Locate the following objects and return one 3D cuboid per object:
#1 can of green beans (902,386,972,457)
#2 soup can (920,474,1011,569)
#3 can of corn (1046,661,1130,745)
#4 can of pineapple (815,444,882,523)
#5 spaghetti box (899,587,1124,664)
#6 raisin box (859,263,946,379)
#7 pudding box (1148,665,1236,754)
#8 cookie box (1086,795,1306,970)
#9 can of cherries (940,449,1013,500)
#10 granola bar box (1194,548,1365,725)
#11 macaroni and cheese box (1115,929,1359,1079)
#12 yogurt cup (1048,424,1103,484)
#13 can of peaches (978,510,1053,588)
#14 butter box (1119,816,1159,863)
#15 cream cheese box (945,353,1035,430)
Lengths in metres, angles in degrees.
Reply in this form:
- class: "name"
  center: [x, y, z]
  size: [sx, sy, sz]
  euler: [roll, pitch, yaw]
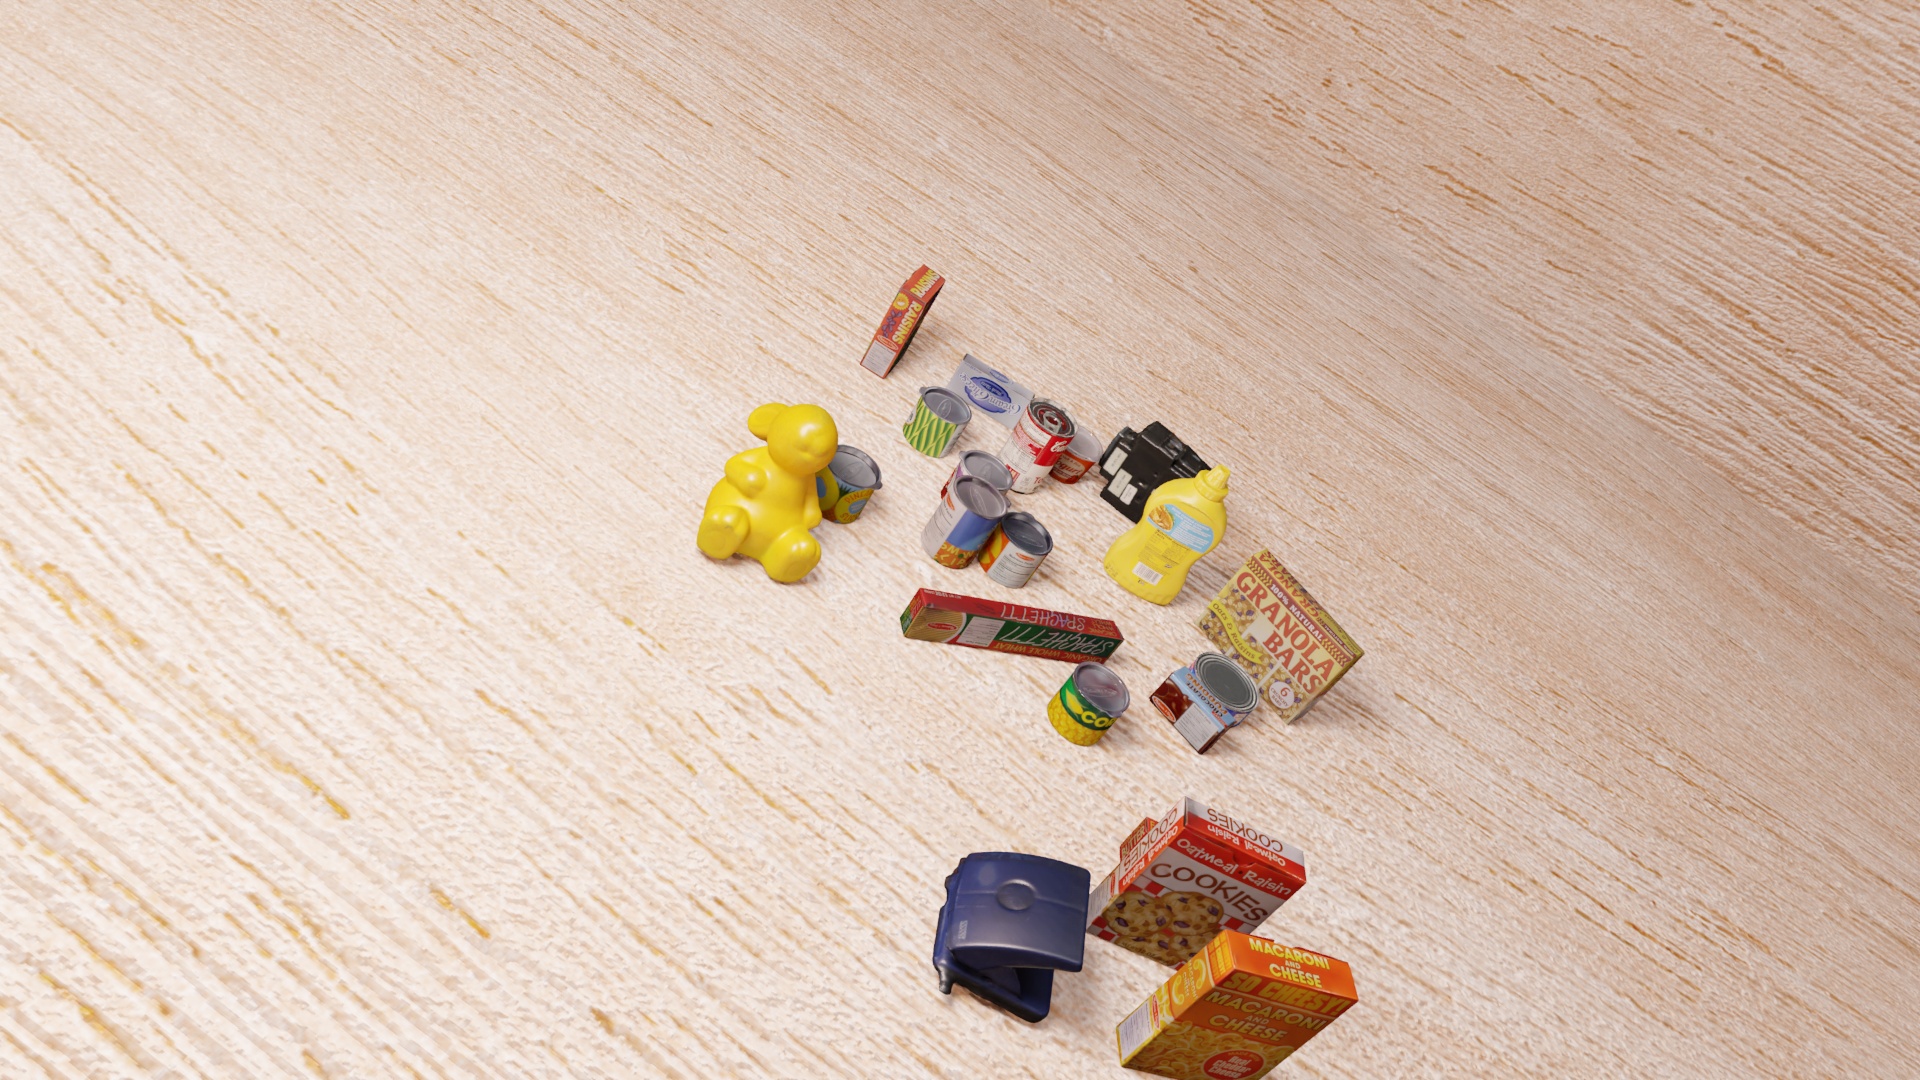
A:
- class: "can of green beans"
  center: [-0.028, -0.141, 1.658]
  size: [0.071, 0.057, 0.071]
  euler: [22, 37, -17]
- class: "soup can"
  center: [0.005, -0.019, 1.518]
  size: [0.071, 0.083, 0.072]
  euler: [22, 37, -17]
- class: "can of corn"
  center: [0.131, 0.169, 1.416]
  size: [0.071, 0.058, 0.071]
  euler: [22, 37, -17]
- class: "can of pineapple"
  center: [-0.125, -0.059, 1.484]
  size: [0.071, 0.057, 0.071]
  euler: [22, 37, -17]
- class: "spaghetti box"
  center: [0.057, 0.093, 1.455]
  size: [0.250, 0.050, 0.029]
  euler: [11, 41, -29]
- class: "raisin box"
  center: [-0.072, -0.272, 1.722]
  size: [0.040, 0.122, 0.086]
  euler: [33, 35, -1]
- class: "pudding box"
  center: [0.251, 0.183, 1.502]
  size: [0.084, 0.049, 0.030]
  euler: [47, 37, 19]
- class: "cookie box"
  center: [0.203, 0.307, 1.215]
  size: [0.123, 0.166, 0.040]
  euler: [26, 36, -11]
- class: "can of cherries"
  center: [0.016, -0.063, 1.600]
  size: [0.071, 0.058, 0.072]
  euler: [22, 37, -17]
- class: "granola bar box"
  center: [0.368, 0.112, 1.615]
  size: [0.039, 0.123, 0.166]
  euler: [-15, 57, -47]
- class: "macaroni and cheese box"
  center: [0.223, 0.387, 1.137]
  size: [0.124, 0.165, 0.040]
  euler: [20, 37, -19]
- class: "yogurt cup"
  center: [0.138, -0.108, 1.754]
  size: [0.072, 0.053, 0.073]
  euler: [21, 37, -17]
- class: "can of peaches"
  center: [0.061, 0.010, 1.550]
  size: [0.071, 0.057, 0.071]
  euler: [22, 37, -17]
- class: "butter box"
  center: [0.207, 0.304, 1.321]
  size: [0.103, 0.053, 0.024]
  euler: [26, 36, -11]
- class: "cream cheese box"
  center: [0.038, -0.189, 1.771]
  size: [0.104, 0.053, 0.024]
  euler: [30, 35, -5]
